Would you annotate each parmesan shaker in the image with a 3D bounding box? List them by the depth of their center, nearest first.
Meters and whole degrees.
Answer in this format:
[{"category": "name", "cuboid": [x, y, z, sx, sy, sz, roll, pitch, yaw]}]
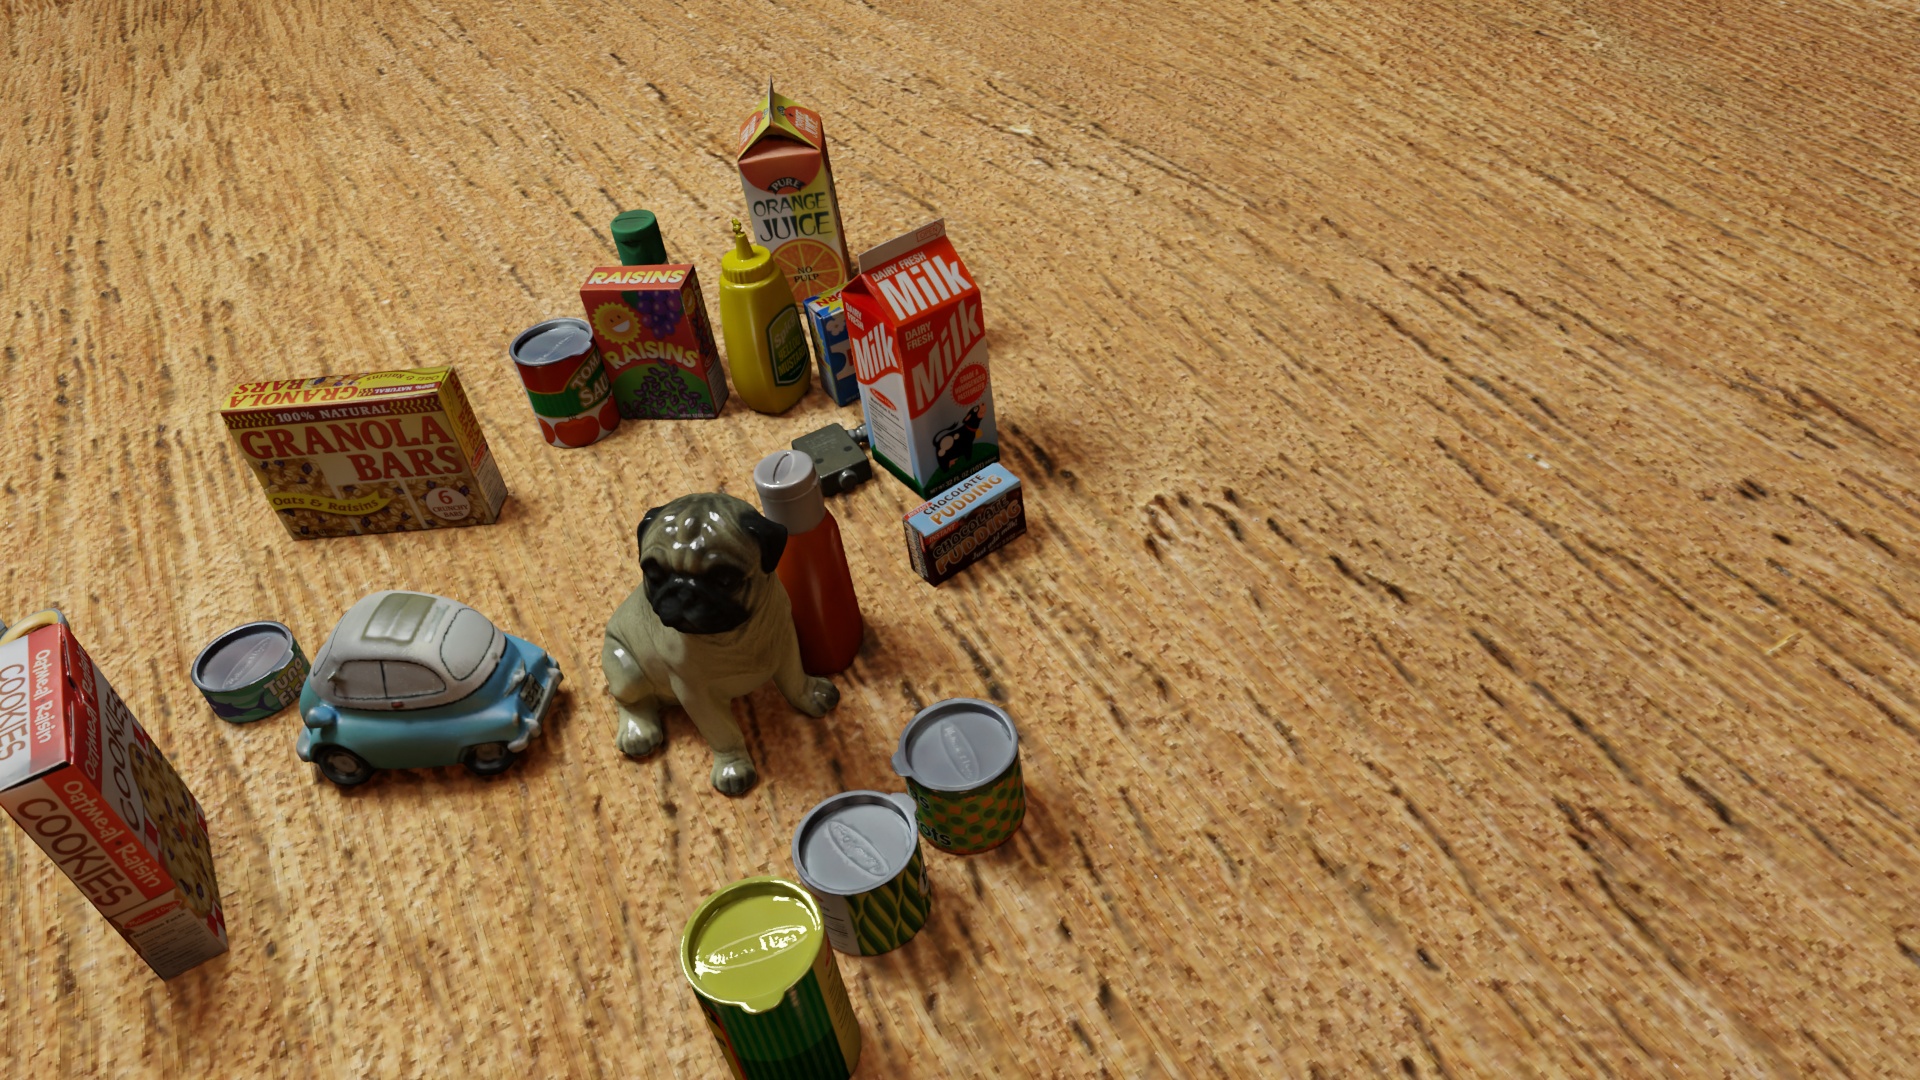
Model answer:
[{"category": "parmesan shaker", "cuboid": [-0.087, 0.218, 0.656, 0.071, 0.102, 0.072, -5, 41, 5]}]

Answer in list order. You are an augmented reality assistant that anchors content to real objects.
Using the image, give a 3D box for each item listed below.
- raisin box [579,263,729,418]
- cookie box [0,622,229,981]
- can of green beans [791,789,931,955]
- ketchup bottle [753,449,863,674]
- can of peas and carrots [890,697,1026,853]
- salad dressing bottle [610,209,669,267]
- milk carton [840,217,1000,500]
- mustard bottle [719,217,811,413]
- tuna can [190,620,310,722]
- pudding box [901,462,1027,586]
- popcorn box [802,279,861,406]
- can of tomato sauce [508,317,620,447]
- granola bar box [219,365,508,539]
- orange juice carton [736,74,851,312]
[{"category": "raisin box", "cuboid": [-0.241, -0.157, 1.104, 0.086, 0.122, 0.040, 1, 42, 12]}, {"category": "cookie box", "cuboid": [-0.465, 0.143, 0.763, 0.040, 0.166, 0.123, -25, 43, -18]}, {"category": "can of green beans", "cuboid": [-0.051, 0.176, 0.734, 0.071, 0.057, 0.071, -5, 41, 5]}, {"category": "ketchup bottle", "cuboid": [-0.094, 0.012, 0.861, 0.043, 0.148, 0.065, 0, 41, 10]}, {"category": "can of peas and carrots", "cuboid": [0.000, 0.132, 0.774, 0.071, 0.058, 0.071, -5, 41, 5]}, {"category": "salad dressing bottle", "cuboid": [-0.248, -0.196, 1.132, 0.064, 0.146, 0.044, -3, 41, 7]}, {"category": "milk carton", "cuboid": [-0.029, -0.131, 0.984, 0.072, 0.189, 0.073, -30, 45, -22]}, {"category": "mustard bottle", "cuboid": [-0.157, -0.177, 1.083, 0.049, 0.159, 0.066, 15, 46, 25]}, {"category": "tuna can", "cuboid": [-0.473, 0.088, 0.932, 0.071, 0.032, 0.071, -5, 41, 5]}, {"category": "pudding box", "cuboid": [0.003, -0.012, 0.947, 0.084, 0.049, 0.030, -31, 45, -23]}, {"category": "popcorn box", "cuboid": [-0.057, -0.173, 1.118, 0.127, 0.084, 0.038, -26, 43, -19]}, {"category": "can of tomato sauce", "cuboid": [-0.313, -0.125, 1.112, 0.071, 0.082, 0.071, -5, 41, 5]}, {"category": "granola bar box", "cuboid": [-0.439, -0.063, 1.031, 0.165, 0.123, 0.039, -5, 41, 5]}, {"category": "orange juice carton", "cuboid": [-0.144, -0.296, 1.194, 0.073, 0.191, 0.072, -8, 40, 1]}]
